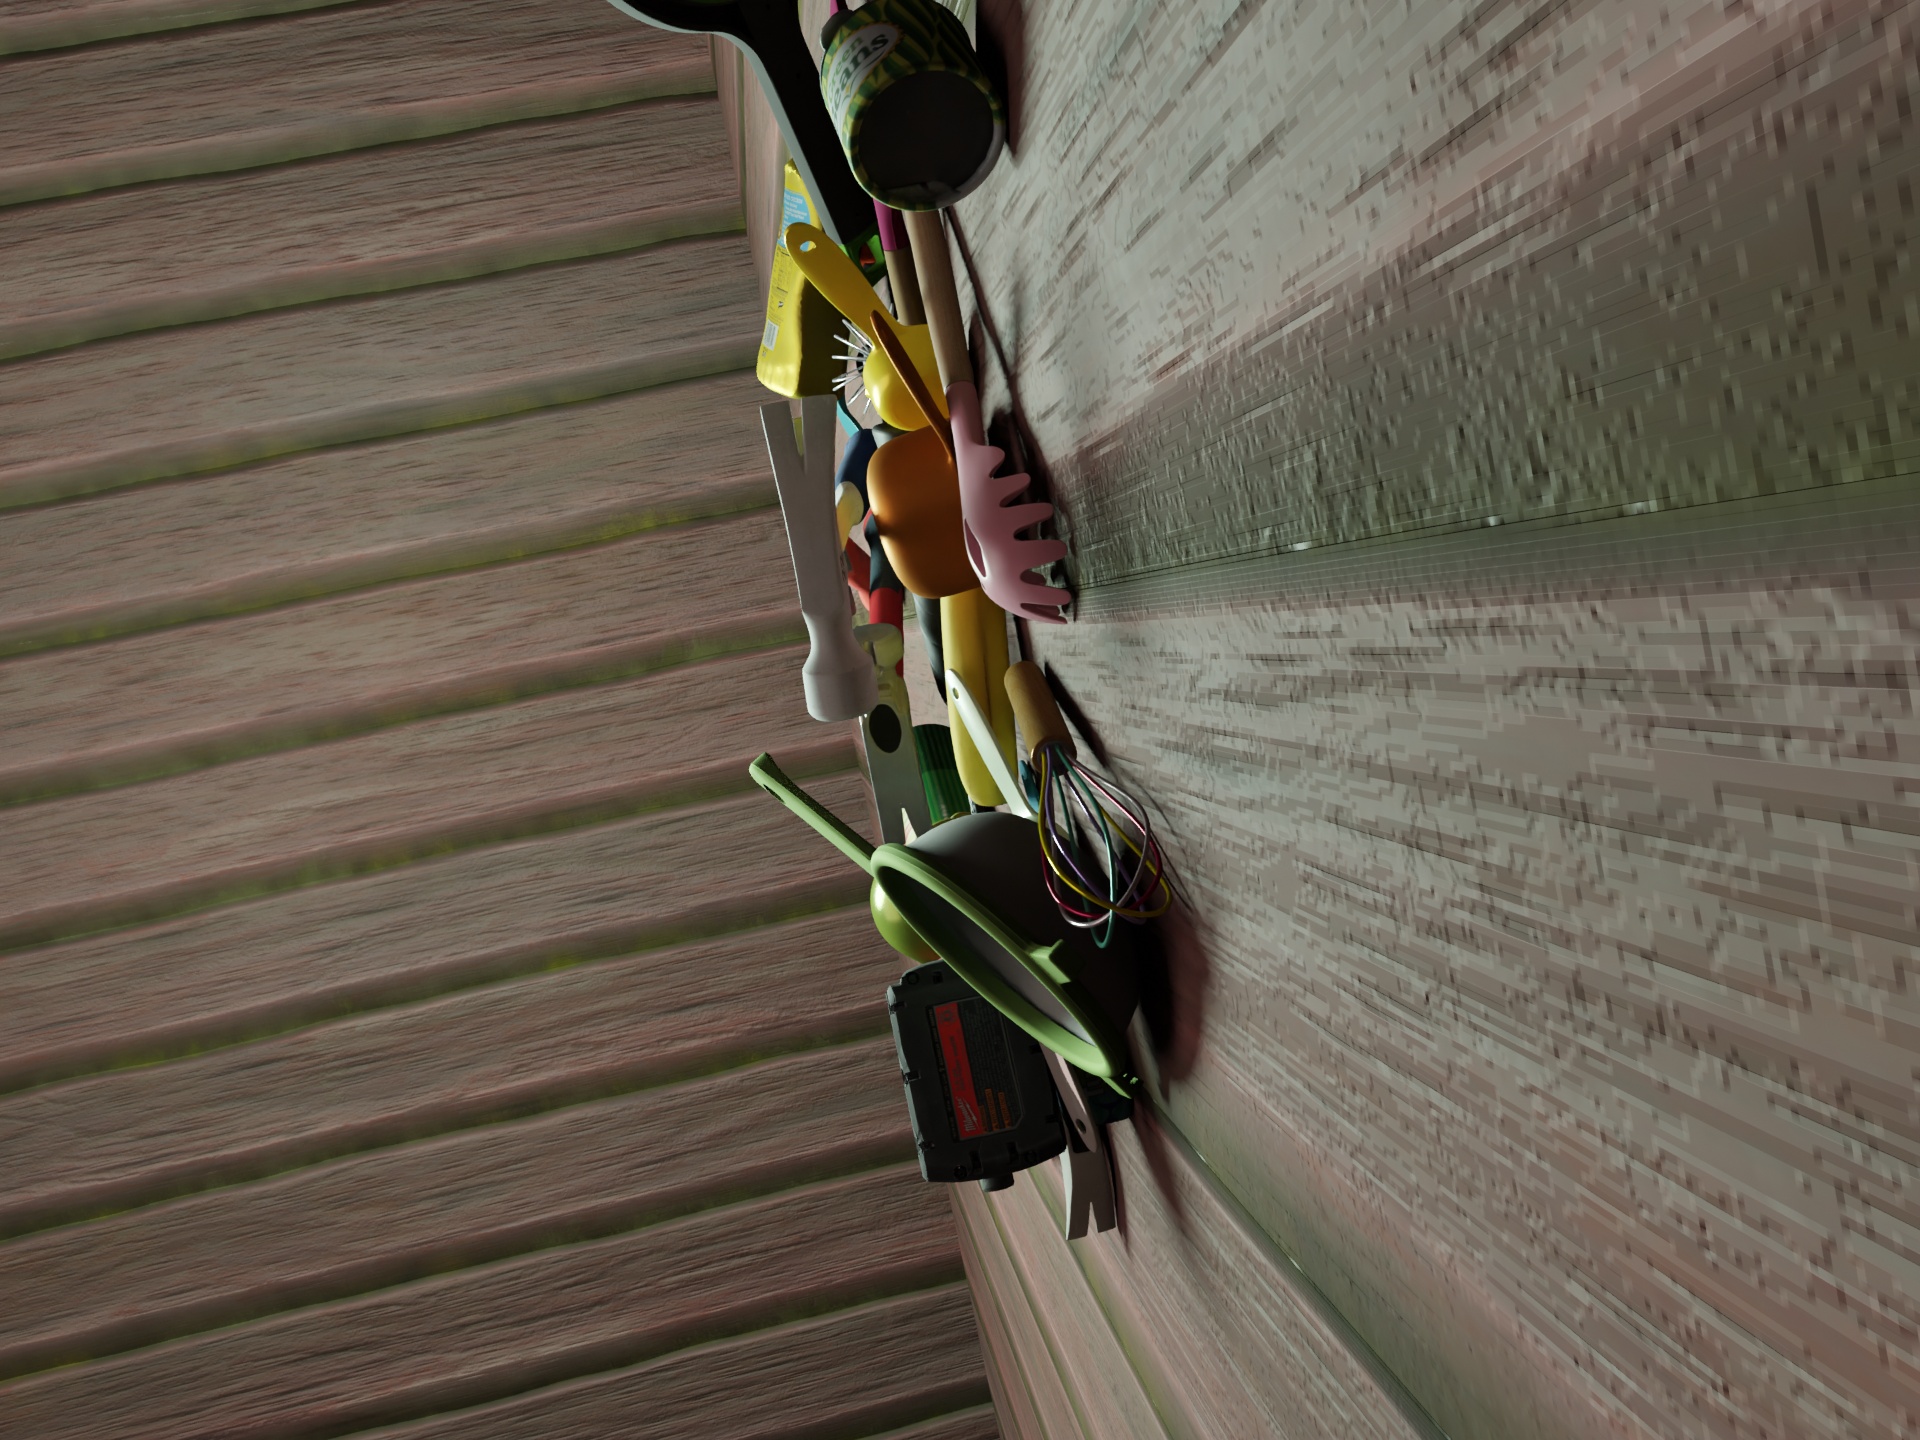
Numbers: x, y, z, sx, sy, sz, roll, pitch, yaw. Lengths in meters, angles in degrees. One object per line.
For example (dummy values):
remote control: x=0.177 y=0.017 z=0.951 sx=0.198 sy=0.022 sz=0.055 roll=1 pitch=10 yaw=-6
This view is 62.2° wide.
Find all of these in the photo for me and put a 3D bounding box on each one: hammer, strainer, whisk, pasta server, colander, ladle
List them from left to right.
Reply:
colander: x=-0.099 y=-0.421 z=0.896 sx=0.095 sy=0.204 sz=0.396 roll=18 pitch=146 yaw=43
hammer: x=-0.094 y=-0.141 z=1.309 sx=0.359 sy=0.036 sz=0.149 roll=16 pitch=-119 yaw=-85
hammer: x=-0.063 y=-0.126 z=0.895 sx=0.406 sy=0.035 sz=0.144 roll=-90 pitch=-7 yaw=-73
whisk: x=-0.050 y=-0.232 z=1.024 sx=0.285 sy=0.070 sz=0.070 roll=-108 pitch=7 yaw=-77
hammer: x=-0.050 y=-0.060 z=1.125 sx=0.387 sy=0.038 sz=0.143 roll=-96 pitch=-4 yaw=-66
strainer: x=-0.002 y=0.067 z=0.766 sx=0.257 sy=0.069 sz=0.151 roll=34 pitch=163 yaw=34
hammer: x=-0.002 y=-0.003 z=0.986 sx=0.149 sy=0.036 sz=0.408 roll=-114 pitch=10 yaw=-53
pasta server: x=0.003 y=-0.184 z=0.778 sx=0.060 sy=0.040 sz=0.316 roll=91 pitch=169 yaw=-63
ladle: x=0.012 y=0.195 z=1.138 sx=0.078 sy=0.062 sz=0.319 roll=54 pitch=174 yaw=43
hammer: x=0.060 y=0.282 z=1.090 sx=0.331 sy=0.031 sz=0.130 roll=101 pitch=157 yaw=-74
whisk: x=0.049 y=0.027 z=0.712 sx=0.245 sy=0.047 sz=0.051 roll=-106 pitch=6 yaw=-66

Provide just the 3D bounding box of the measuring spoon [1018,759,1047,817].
measuring spoon: x=0.043 y=0.073 z=0.899 sx=0.042 sy=0.021 sz=0.129 roll=85 pitch=171 yaw=-48

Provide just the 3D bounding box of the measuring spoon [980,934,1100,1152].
measuring spoon: x=0.038 y=0.162 z=0.804 sx=0.124 sy=0.018 sz=0.034 roll=65 pitch=152 yaw=10

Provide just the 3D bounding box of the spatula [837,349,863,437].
spatula: x=-0.091 y=-0.336 z=1.300 sx=0.082 sy=0.044 sz=0.317 roll=-163 pitch=66 yaw=-83

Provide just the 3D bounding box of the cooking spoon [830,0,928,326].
cooking spoon: x=-0.028 y=-0.230 z=0.858 sx=0.069 sy=0.017 sz=0.318 roll=-91 pitch=-12 yaw=-61

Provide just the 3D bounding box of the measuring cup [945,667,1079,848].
measuring cup: x=0.017 y=0.051 z=0.833 sx=0.168 sy=0.038 sz=0.083 roll=64 pitch=153 yaw=12

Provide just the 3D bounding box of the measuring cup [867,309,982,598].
measuring cup: x=-0.028 y=-0.129 z=0.785 sx=0.173 sy=0.052 sz=0.095 roll=56 pitch=-159 yaw=-49

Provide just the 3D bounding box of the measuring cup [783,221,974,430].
measuring cup: x=-0.042 y=-0.193 z=0.792 sx=0.156 sy=0.062 sz=0.029 roll=37 pitch=-152 yaw=-57

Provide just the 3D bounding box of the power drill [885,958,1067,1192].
power drill: x=0.009 y=0.209 z=0.933 sx=0.219 sy=0.078 sz=0.143 roll=90 pitch=168 yaw=-77
